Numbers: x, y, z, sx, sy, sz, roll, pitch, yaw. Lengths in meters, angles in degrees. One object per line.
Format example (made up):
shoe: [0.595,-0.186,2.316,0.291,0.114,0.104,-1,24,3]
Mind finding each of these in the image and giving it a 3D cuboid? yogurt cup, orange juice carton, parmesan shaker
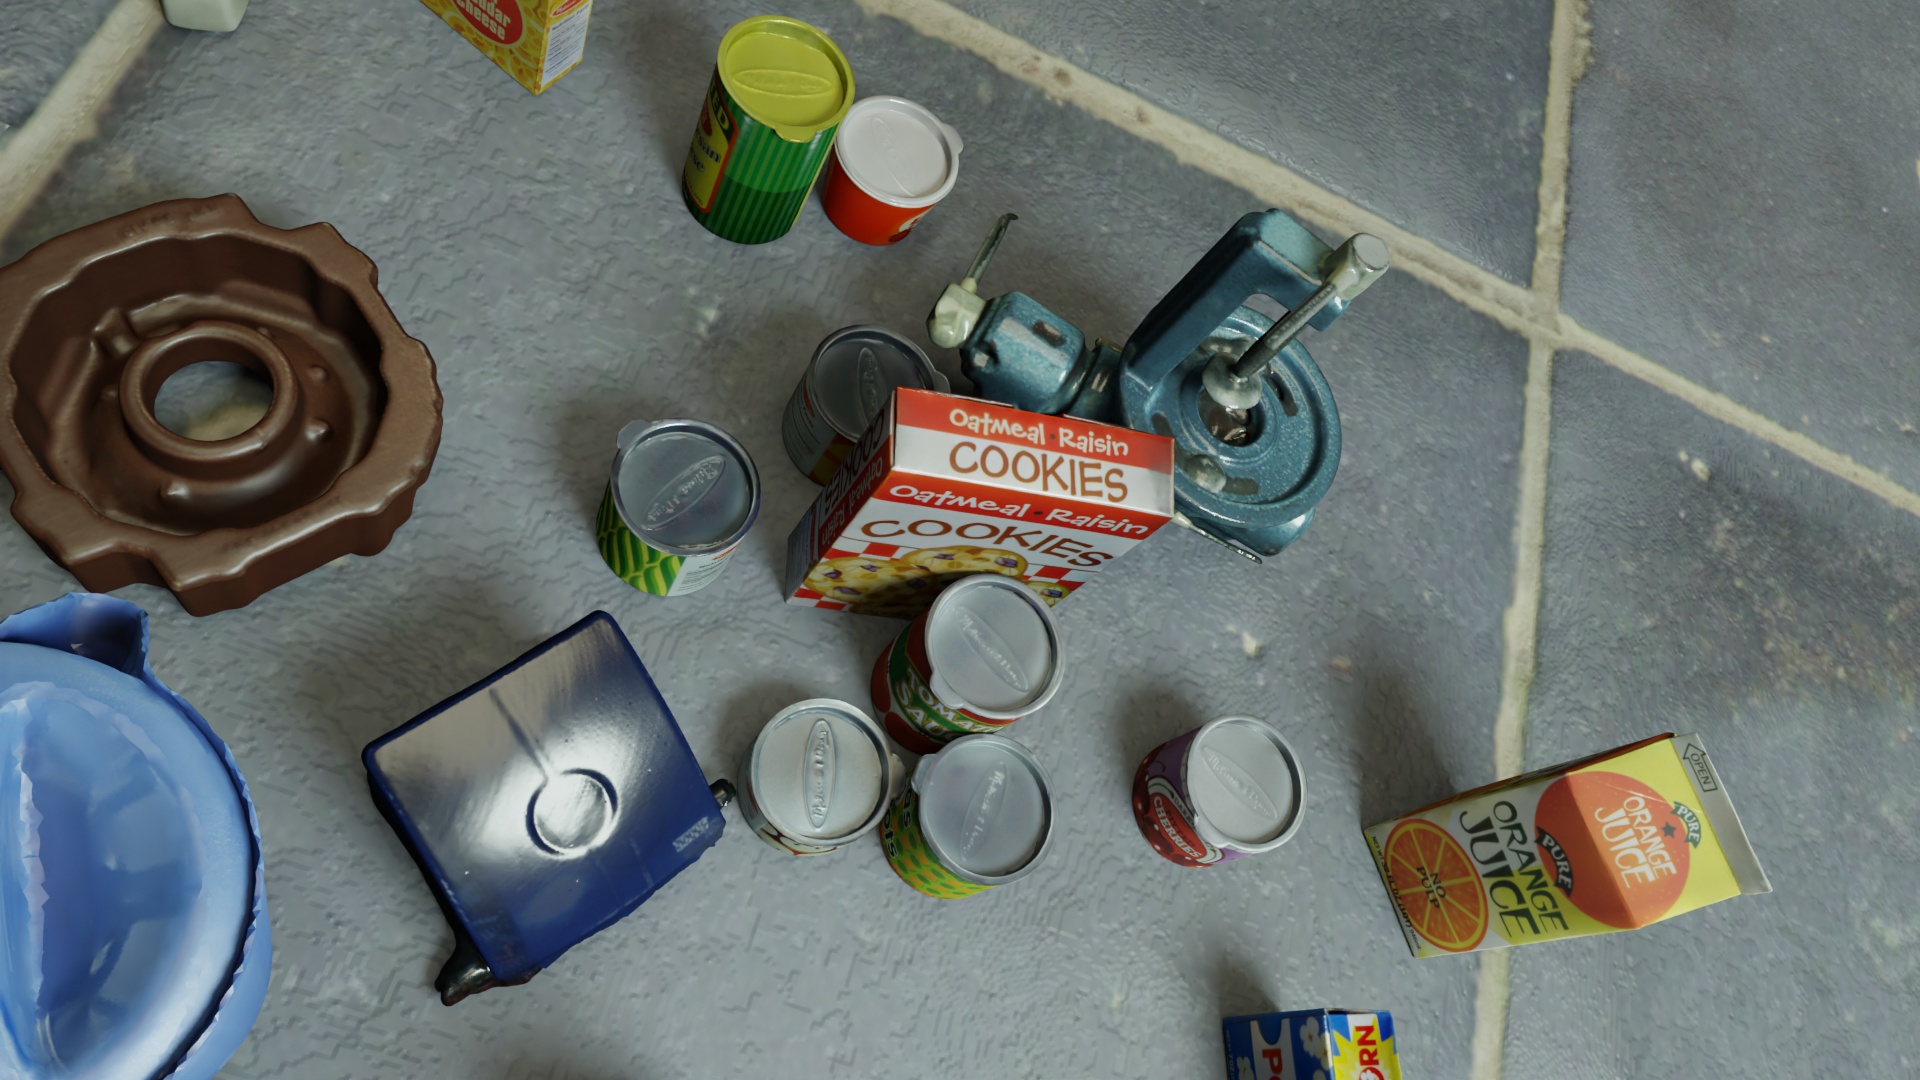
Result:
yogurt cup: [-0.041,-0.195,0.745,0.072,0.053,0.072,8,67,-19]
orange juice carton: [0.288,0.145,0.659,0.073,0.192,0.072,-13,75,-26]
parmesan shaker: [-0.099,-0.200,0.695,0.071,0.102,0.071,8,67,-19]

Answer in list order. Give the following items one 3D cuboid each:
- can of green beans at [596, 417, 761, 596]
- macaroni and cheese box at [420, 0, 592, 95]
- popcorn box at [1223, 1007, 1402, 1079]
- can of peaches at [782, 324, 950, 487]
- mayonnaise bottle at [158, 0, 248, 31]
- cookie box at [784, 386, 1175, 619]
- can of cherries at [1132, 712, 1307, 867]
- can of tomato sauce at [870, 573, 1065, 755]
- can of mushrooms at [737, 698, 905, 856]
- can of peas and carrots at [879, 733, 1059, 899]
can of green beans: [-0.129,-0.014,0.632,0.071,0.057,0.071,8,67,-19]
macaroni and cheese box: [-0.227,-0.308,0.651,0.124,0.165,0.040,39,60,-3]
popcorn box: [0.160,0.276,0.615,0.038,0.085,0.127,6,67,-20]
can of peaches: [-0.048,-0.064,0.686,0.071,0.057,0.071,8,67,-19]
mayonnaise bottle: [-0.341,-0.294,0.610,0.041,0.147,0.065,0,70,-22]
cookie box: [0.002,-0.008,0.620,0.123,0.166,0.040,8,67,-19]
can of cherries: [0.124,0.124,0.678,0.071,0.058,0.072,8,67,-19]
can of tomato sauce: [0.000,0.061,0.640,0.071,0.082,0.071,8,67,-19]
can of mushrooms: [-0.063,0.107,0.624,0.071,0.033,0.071,8,66,-19]
can of peas and carrots: [0.001,0.125,0.628,0.071,0.058,0.071,8,67,-19]
